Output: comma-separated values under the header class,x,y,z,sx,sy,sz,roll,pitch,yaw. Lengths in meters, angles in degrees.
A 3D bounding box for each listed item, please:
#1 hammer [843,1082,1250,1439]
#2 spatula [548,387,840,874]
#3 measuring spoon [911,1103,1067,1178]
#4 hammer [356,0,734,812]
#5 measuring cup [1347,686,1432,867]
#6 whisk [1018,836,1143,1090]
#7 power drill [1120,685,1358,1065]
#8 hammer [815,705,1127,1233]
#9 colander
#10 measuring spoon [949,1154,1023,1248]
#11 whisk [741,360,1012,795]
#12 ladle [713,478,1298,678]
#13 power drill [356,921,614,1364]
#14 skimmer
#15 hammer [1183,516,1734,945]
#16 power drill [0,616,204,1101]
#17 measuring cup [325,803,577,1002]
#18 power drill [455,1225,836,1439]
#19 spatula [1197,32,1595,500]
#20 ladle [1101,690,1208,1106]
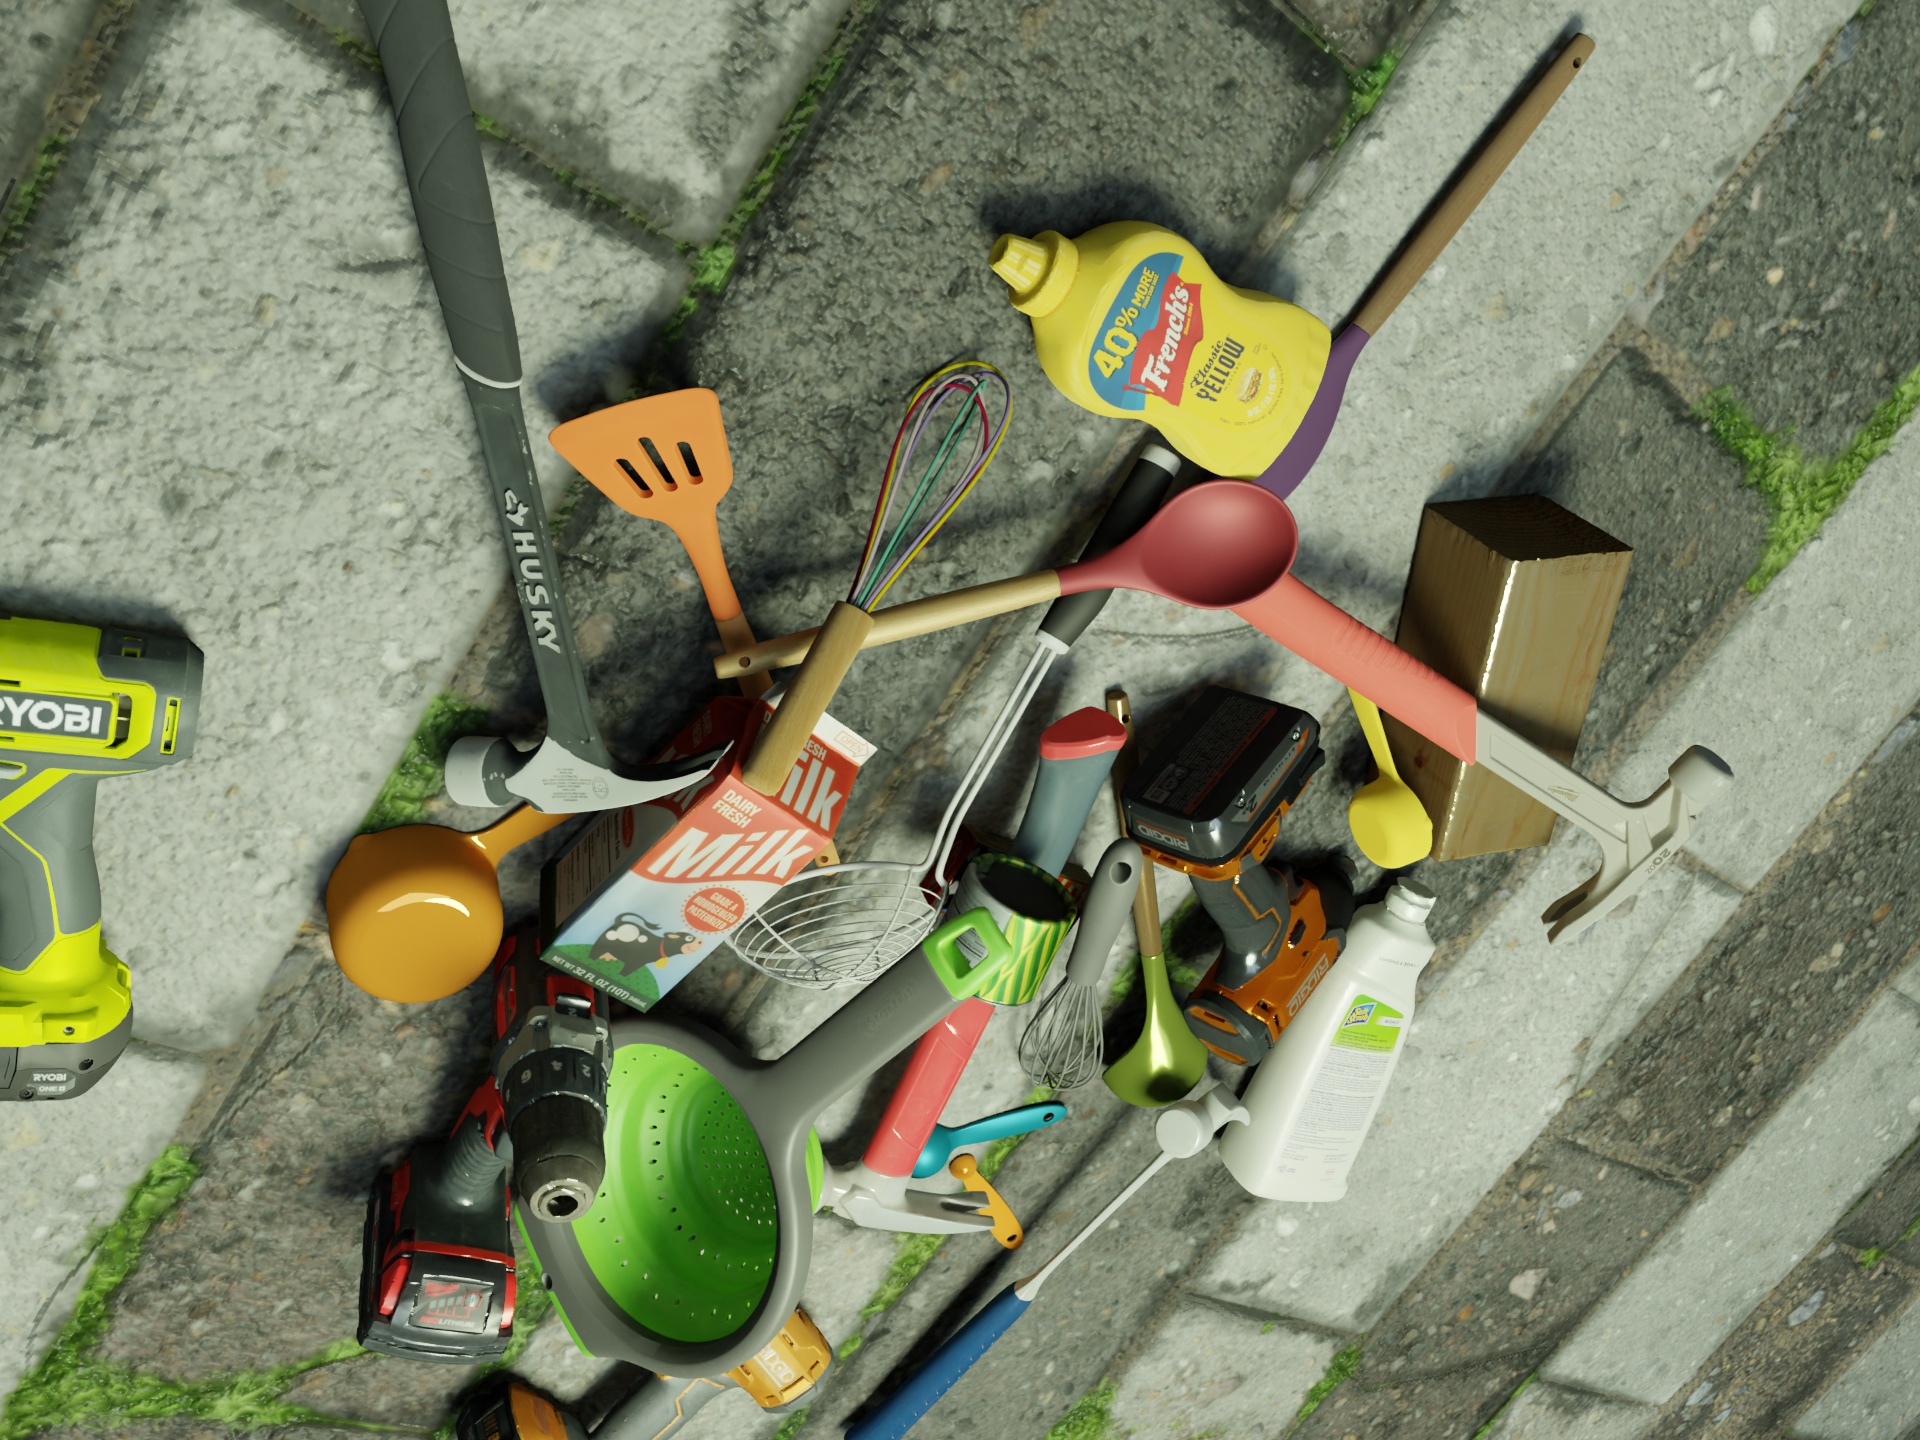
class,x,y,z,sx,sy,sz,roll,pitch,yaw
hammer,0.056,0.399,1.135,0.405,0.035,0.144,-49,158,18
spatula,-0.114,-0.031,0.828,0.081,0.041,0.322,-14,127,5
measuring spoon,0.017,0.286,1.084,0.128,0.021,0.042,-11,120,-17
hammer,-0.201,-0.136,0.704,0.149,0.036,0.408,2,118,15
measuring cup,0.252,0.021,0.997,0.029,0.062,0.156,-24,101,-16
whisk,0.080,0.157,0.990,0.055,0.055,0.238,-7,135,-20
power drill,0.189,0.089,0.997,0.164,0.084,0.226,-46,134,-27
hammer,0.023,0.165,0.970,0.143,0.038,0.386,14,116,-21
colander,-0.095,0.217,0.893,0.397,0.205,0.094,-42,161,27
measuring spoon,0.021,0.346,1.129,0.021,0.011,0.116,-31,126,-4
whisk,-0.044,-0.074,0.789,0.047,0.051,0.245,30,81,-11
ladle,0.026,-0.065,0.829,0.315,0.031,0.069,-15,93,-11
power drill,-0.246,0.243,0.848,0.080,0.188,0.226,18,114,-26
skimmer,-0.001,-0.003,0.887,0.127,0.090,0.363,30,91,-53
hammer,0.262,-0.006,0.925,0.359,0.037,0.149,31,118,-10
power drill,-0.449,0.058,0.718,0.171,0.080,0.223,7,112,-28
measuring cup,-0.248,0.082,0.829,0.173,0.052,0.095,-32,126,-1
power drill,-0.213,0.430,1.039,0.226,0.084,0.185,-32,126,-9
spatula,0.238,-0.235,0.874,0.059,0.018,0.316,27,107,-33
ladle,0.113,0.121,1.025,0.078,0.062,0.320,-21,118,-20
